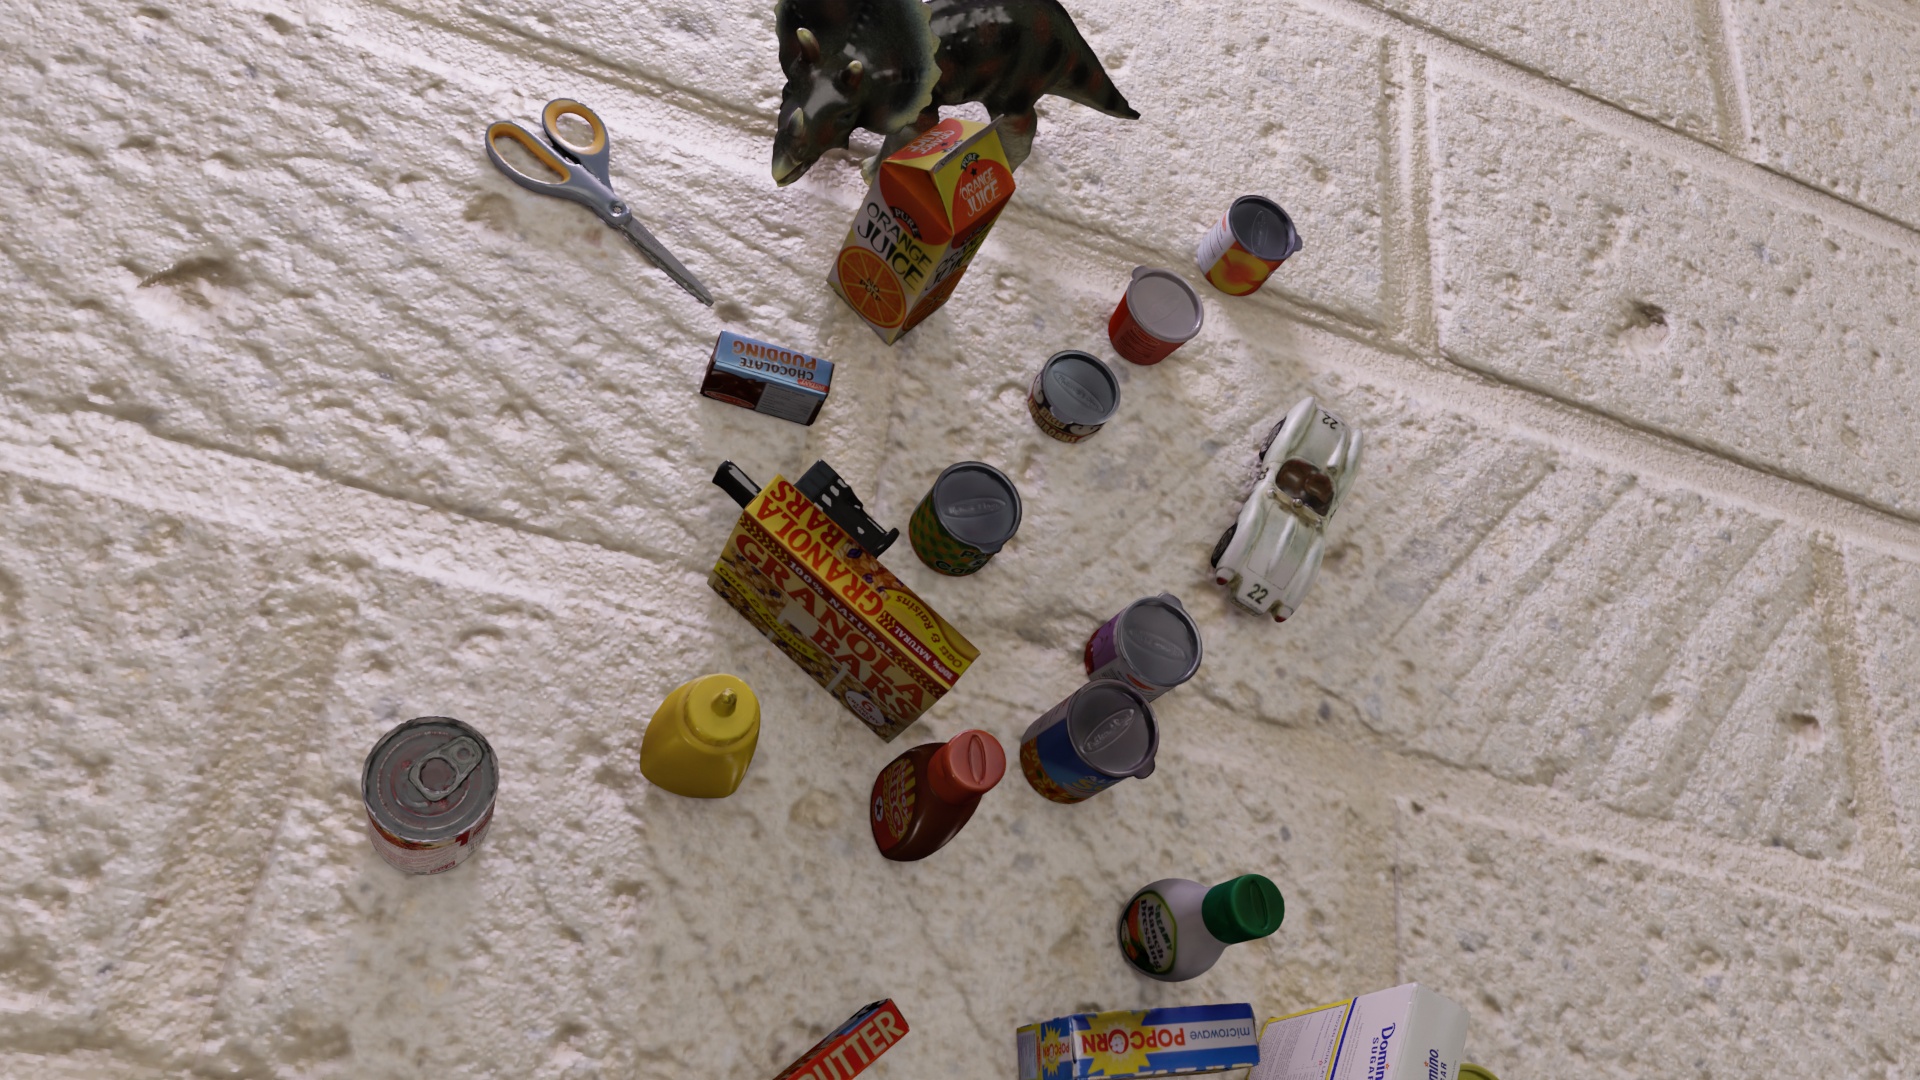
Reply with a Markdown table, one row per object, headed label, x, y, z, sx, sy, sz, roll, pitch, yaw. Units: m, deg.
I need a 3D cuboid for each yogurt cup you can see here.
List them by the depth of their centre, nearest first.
| label | x | y | z | sx | sy | sz | roll | pitch | yaw |
| --- | --- | --- | --- | --- | --- | --- | --- | --- | --- |
| yogurt cup | 0.154 | -0.177 | 1.119 | 0.072 | 0.053 | 0.072 | 8 | 64 | -18 |

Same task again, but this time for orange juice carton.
| label | x | y | z | sx | sy | sz | roll | pitch | yaw |
| --- | --- | --- | --- | --- | --- | --- | --- | --- | --- |
| orange juice carton | -0.025 | -0.228 | 0.991 | 0.073 | 0.191 | 0.072 | 46 | 59 | 3 |

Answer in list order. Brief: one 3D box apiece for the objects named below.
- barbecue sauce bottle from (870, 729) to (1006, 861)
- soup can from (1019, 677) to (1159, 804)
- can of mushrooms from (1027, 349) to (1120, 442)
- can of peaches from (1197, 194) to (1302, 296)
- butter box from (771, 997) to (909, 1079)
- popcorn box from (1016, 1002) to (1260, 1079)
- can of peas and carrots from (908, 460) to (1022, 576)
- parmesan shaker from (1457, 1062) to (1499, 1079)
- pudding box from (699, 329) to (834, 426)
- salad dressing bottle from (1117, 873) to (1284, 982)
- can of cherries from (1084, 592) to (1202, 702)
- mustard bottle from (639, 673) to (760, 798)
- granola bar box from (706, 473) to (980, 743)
| label | x | y | z | sx | sy | sz | roll | pitch | yaw |
| --- | --- | --- | --- | --- | --- | --- | --- | --- | --- |
| barbecue sauce bottle | -0.015 | 0.152 | 0.846 | 0.044 | 0.148 | 0.065 | 4 | 66 | -20 |
| soup can | 0.086 | 0.138 | 0.930 | 0.071 | 0.083 | 0.071 | 8 | 64 | -18 |
| can of mushrooms | 0.086 | -0.110 | 1.073 | 0.071 | 0.033 | 0.071 | 8 | 64 | -18 |
| can of peaches | 0.246 | -0.250 | 1.186 | 0.071 | 0.057 | 0.071 | 8 | 64 | -18 |
| butter box | -0.081 | 0.308 | 0.804 | 0.104 | 0.053 | 0.024 | -31 | 81 | -30 |
| popcorn box | 0.108 | 0.312 | 0.858 | 0.127 | 0.085 | 0.038 | 3 | 66 | -20 |
| can of peas and carrots | 0.004 | -0.012 | 0.981 | 0.071 | 0.058 | 0.071 | 8 | 64 | -18 |
| parmesan shaker | 0.296 | 0.373 | 0.893 | 0.071 | 0.102 | 0.071 | 8 | 64 | -18 |
| pudding box | -0.136 | -0.114 | 0.978 | 0.084 | 0.049 | 0.030 | 15 | 63 | -15 |
| salad dressing bottle | 0.149 | 0.239 | 0.871 | 0.044 | 0.147 | 0.064 | -1 | 68 | -22 |
| can of cherries | 0.130 | 0.078 | 0.989 | 0.071 | 0.058 | 0.072 | 8 | 64 | -18 |
| mustard bottle | -0.146 | 0.110 | 0.807 | 0.065 | 0.159 | 0.049 | 18 | 62 | -13 |
| granola bar box | -0.079 | 0.048 | 0.883 | 0.165 | 0.123 | 0.039 | 41 | 59 | 0 |
